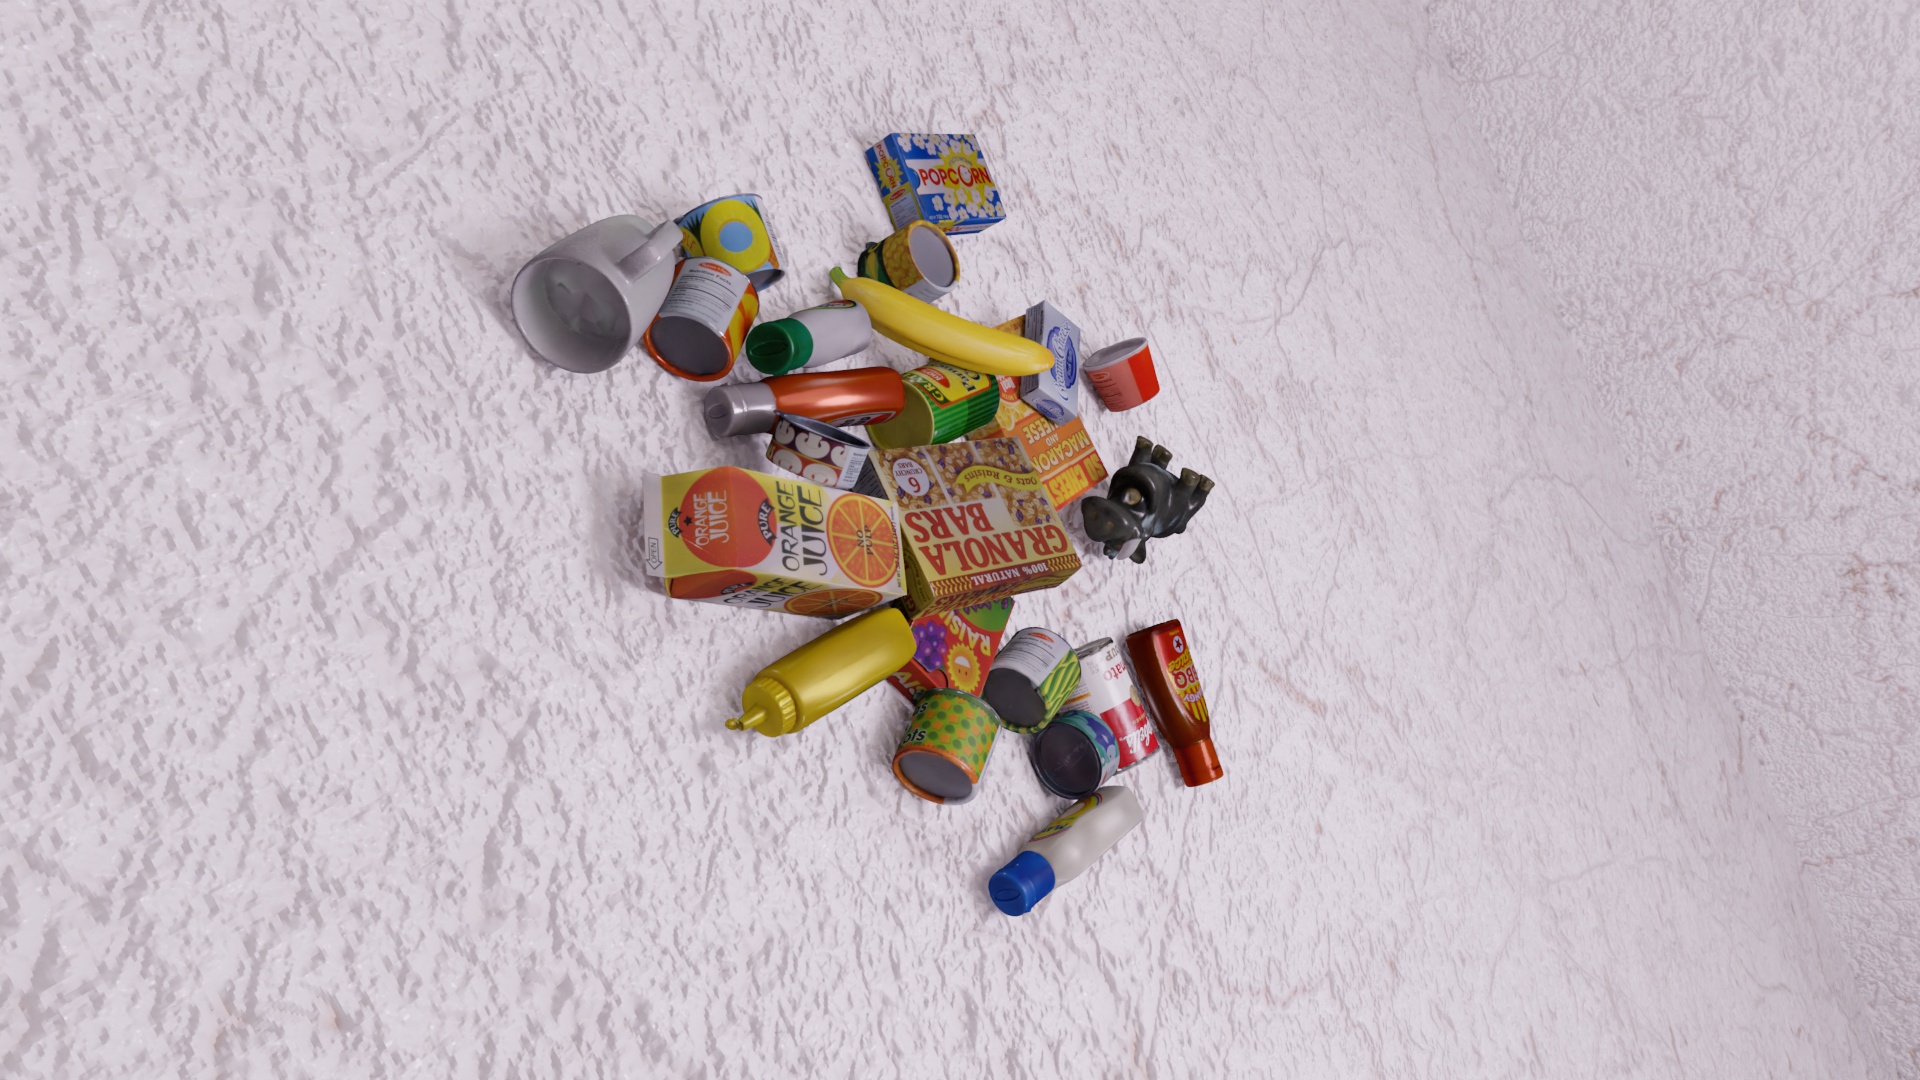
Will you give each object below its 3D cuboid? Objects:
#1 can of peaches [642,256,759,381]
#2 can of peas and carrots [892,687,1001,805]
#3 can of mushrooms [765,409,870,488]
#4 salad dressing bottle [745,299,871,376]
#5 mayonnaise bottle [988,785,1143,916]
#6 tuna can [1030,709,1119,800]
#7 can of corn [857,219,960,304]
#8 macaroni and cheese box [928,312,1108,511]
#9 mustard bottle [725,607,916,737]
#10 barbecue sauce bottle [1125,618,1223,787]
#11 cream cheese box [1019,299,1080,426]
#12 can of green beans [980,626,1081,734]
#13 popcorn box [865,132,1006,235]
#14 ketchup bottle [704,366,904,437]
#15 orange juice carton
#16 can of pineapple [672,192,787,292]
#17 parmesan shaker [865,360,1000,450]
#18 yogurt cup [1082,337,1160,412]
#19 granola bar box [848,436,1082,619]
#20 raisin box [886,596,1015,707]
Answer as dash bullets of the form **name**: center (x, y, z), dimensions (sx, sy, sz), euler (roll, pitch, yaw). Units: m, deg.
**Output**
- **can of peaches**: center (-0.179, -0.150, 0.957), dimensions (0.071, 0.071, 0.058), euler (41, 46, -29)
- **can of peas and carrots**: center (-0.012, 0.148, 1.006), dimensions (0.071, 0.070, 0.059), euler (47, 43, -24)
- **can of mushrooms**: center (-0.101, -0.063, 0.957), dimensions (0.071, 0.071, 0.033), euler (11, 104, -46)
- **salad dressing bottle**: center (-0.110, -0.148, 1.013), dimensions (0.148, 0.064, 0.044), euler (-43, 122, -69)
- **mayonnaise bottle**: center (0.079, 0.238, 1.073), dimensions (0.149, 0.064, 0.041), euler (-25, 89, -48)
- **tuna can**: center (0.090, 0.169, 1.115), dimensions (0.033, 0.071, 0.071), euler (-22, 90, -52)
- **can of corn**: center (-0.043, -0.228, 1.155), dimensions (0.071, 0.058, 0.071), euler (25, 55, -41)
- **macaroni and cheese box**: center (0.054, -0.107, 1.225), dimensions (0.124, 0.040, 0.166), euler (-32, 97, -52)
- **mustard bottle**: center (-0.099, 0.095, 0.935), dimensions (0.161, 0.065, 0.049), euler (-29, 93, -45)
- **barbecue sauce bottle**: center (0.198, 0.149, 1.266), dimensions (0.065, 0.043, 0.148), euler (-13, 83, -52)
- **cream cheese box**: center (0.080, -0.157, 1.227), dimensions (0.053, 0.024, 0.104), euler (32, 48, -35)
- **can of green beans**: center (0.054, 0.111, 1.099), dimensions (0.071, 0.071, 0.058), euler (59, 40, -10)
- **popcorn box**: center (-0.020, -0.318, 1.242), dimensions (0.127, 0.038, 0.085), euler (-21, 90, -52)
- **ketchup bottle**: center (-0.115, -0.101, 1.012), dimensions (0.149, 0.064, 0.043), euler (-11, 92, -42)
- **orange juice carton**: center (-0.131, 0.002, 0.931), dimensions (0.193, 0.073, 0.072), euler (12, 65, -46)
- **can of pineapple**: center (-0.166, -0.209, 1.000), dimensions (0.071, 0.071, 0.058), euler (-18, 87, -51)
- **parmesan shaker**: center (-0.023, -0.111, 1.119), dimensions (0.103, 0.071, 0.071), euler (-31, 97, -52)
- **yogurt cup**: center (0.160, -0.161, 1.356), dimensions (0.073, 0.072, 0.053), euler (-45, 115, -49)
- **granola bar box**: center (0.004, -0.013, 1.061), dimensions (0.166, 0.039, 0.124), euler (-10, 67, -45)
- **raisin box**: center (-0.012, 0.069, 1.064), dimensions (0.086, 0.040, 0.124), euler (47, 43, -24)
